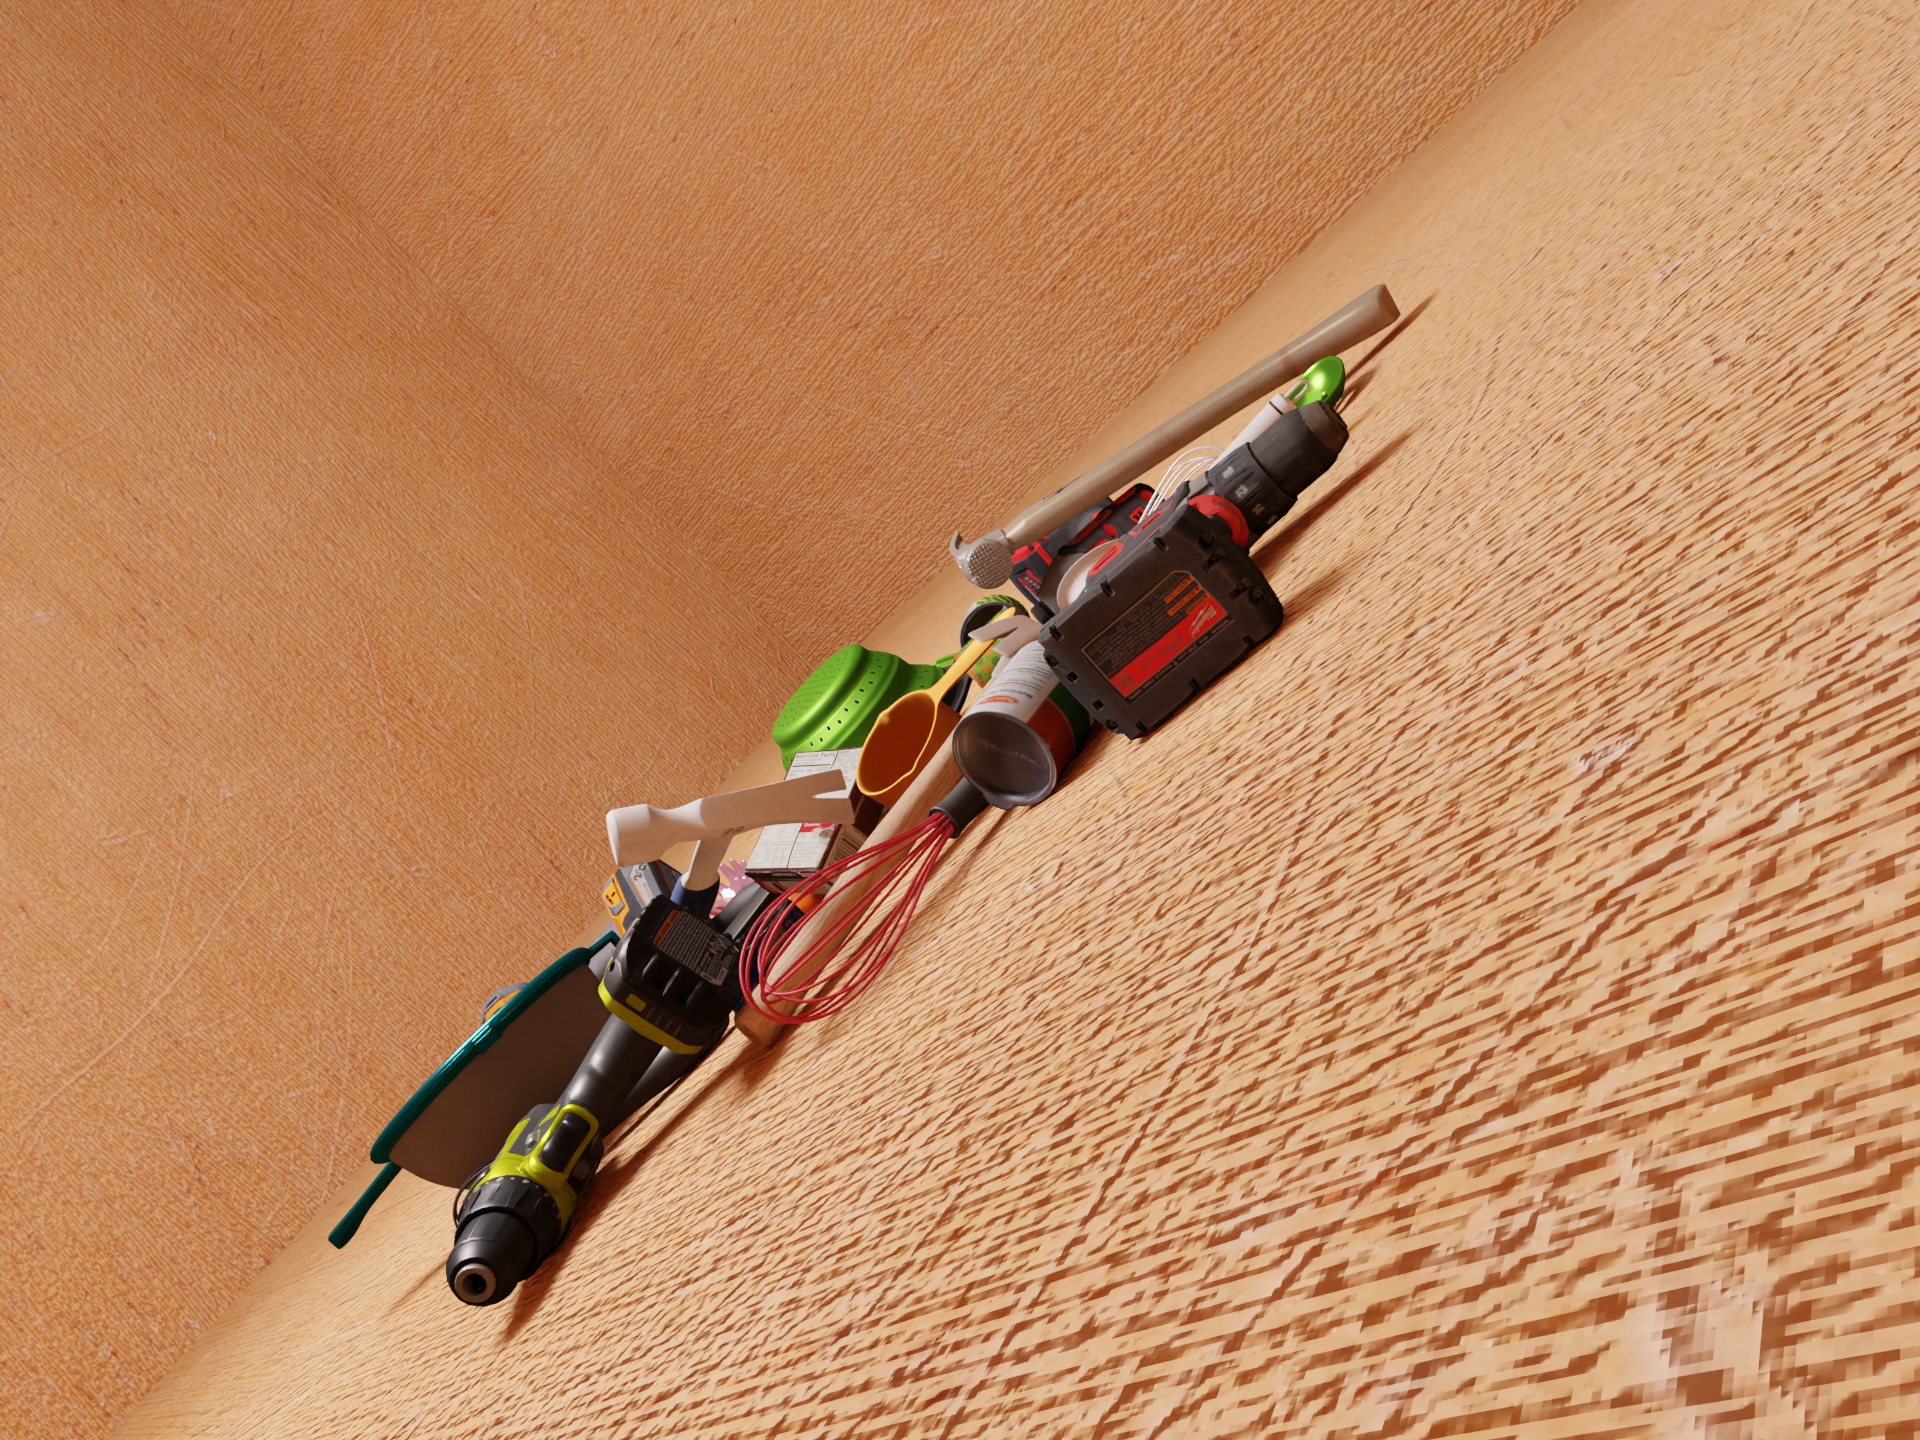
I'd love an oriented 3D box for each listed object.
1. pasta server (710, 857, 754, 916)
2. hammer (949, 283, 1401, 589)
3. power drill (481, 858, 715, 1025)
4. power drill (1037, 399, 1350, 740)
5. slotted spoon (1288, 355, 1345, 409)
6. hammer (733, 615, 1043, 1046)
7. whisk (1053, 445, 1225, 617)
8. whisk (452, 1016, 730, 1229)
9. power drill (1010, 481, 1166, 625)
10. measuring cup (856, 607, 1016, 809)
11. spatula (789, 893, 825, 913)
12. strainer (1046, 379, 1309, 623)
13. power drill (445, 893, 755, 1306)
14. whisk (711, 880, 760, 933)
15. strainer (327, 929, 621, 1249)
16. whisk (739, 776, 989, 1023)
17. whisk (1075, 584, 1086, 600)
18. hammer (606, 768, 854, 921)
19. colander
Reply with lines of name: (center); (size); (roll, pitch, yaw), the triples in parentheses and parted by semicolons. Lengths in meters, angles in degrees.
pasta server: (-0.168, 0.134, 1.467); (0.316, 0.040, 0.060); (-31, 27, 56)
hammer: (0.173, -0.235, 1.304); (0.410, 0.038, 0.146); (-32, 14, 1)
power drill: (-0.313, 0.241, 1.372); (0.226, 0.084, 0.164); (-45, 40, 5)
power drill: (0.141, -0.097, 0.911); (0.188, 0.080, 0.227); (-41, 7, 24)
slotted spoon: (0.224, -0.180, 1.136); (0.070, 0.031, 0.314); (-39, 11, 43)
hammer: (-0.035, 0.064, 1.009); (0.331, 0.031, 0.130); (-53, -23, -23)
whisk: (0.129, -0.121, 1.247); (0.246, 0.057, 0.059); (-46, 14, 24)
whisk: (-0.253, 0.277, 1.096); (0.239, 0.055, 0.055); (-40, 7, -2)
power drill: (0.106, -0.142, 1.390); (0.143, 0.078, 0.220); (-44, 10, 0)
measuring cup: (-0.002, -0.004, 1.156); (0.173, 0.052, 0.095); (-49, 29, 8)
spatula: (-0.192, 0.193, 1.241); (0.322, 0.041, 0.081); (-47, 32, -4)
strainer: (0.157, -0.143, 1.133); (0.086, 0.050, 0.258); (20, -61, -47)
power drill: (-0.224, 0.232, 0.962); (0.228, 0.080, 0.190); (-56, 5, 6)
whisk: (-0.267, 0.224, 1.451); (0.284, 0.070, 0.070); (-37, 9, 15)
strainer: (-0.364, 0.319, 1.202); (0.340, 0.095, 0.211); (-48, -2, 21)
whisk: (-0.022, 0.072, 0.939); (0.296, 0.073, 0.073); (-43, 5, -35)
whisk: (0.057, -0.031, 1.149); (0.245, 0.051, 0.047); (-43, 12, 33)
hammer: (-0.173, 0.107, 1.097); (0.144, 0.035, 0.405); (-11, -13, -16)
colander: (-0.141, 0.064, 1.342); (0.397, 0.094, 0.204); (-53, 17, -17)
